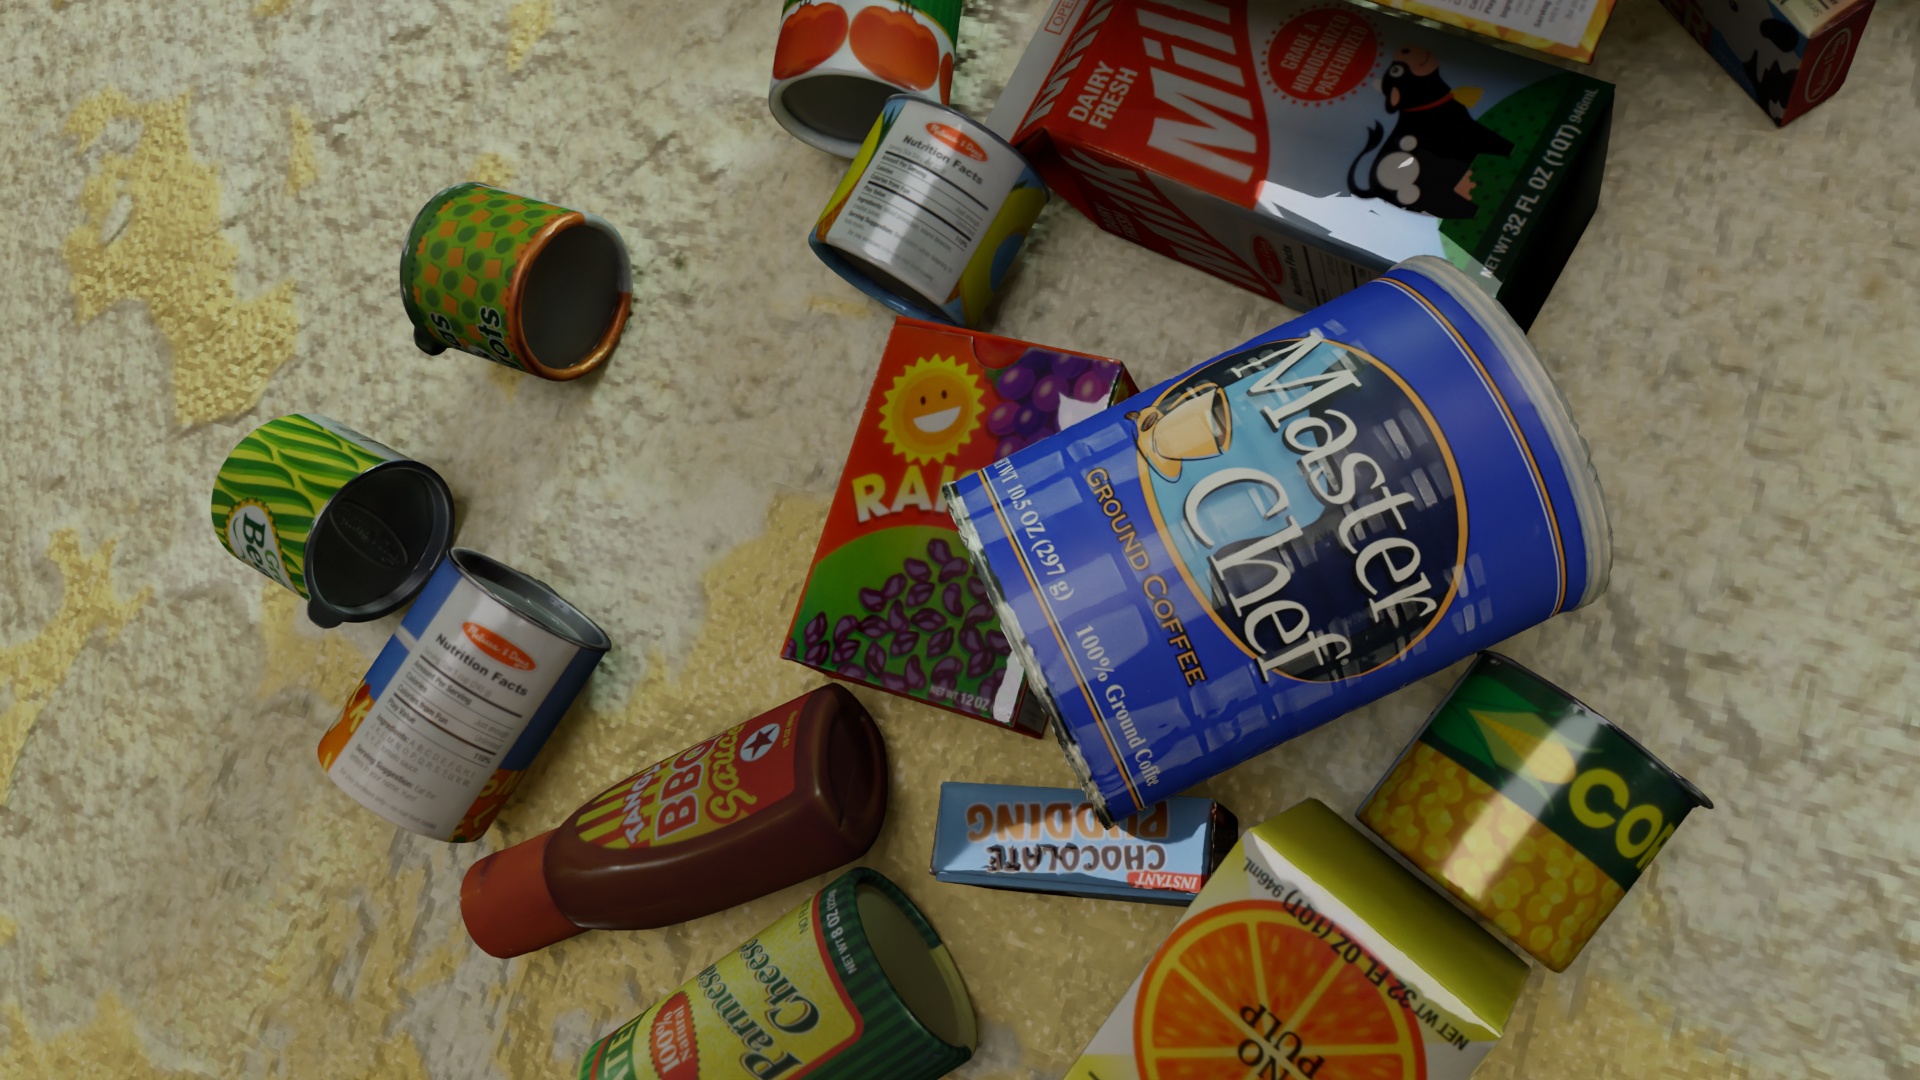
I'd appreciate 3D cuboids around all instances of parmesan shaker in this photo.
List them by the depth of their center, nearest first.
[{"bbox_3d":[-0.056,0.153,0.424,0.103,0.071,0.071,-36,67,7],"label":"parmesan shaker"}]

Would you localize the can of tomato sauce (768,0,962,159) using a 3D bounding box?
[{"bbox_3d":[-0.034,-0.193,0.512,0.071,0.071,0.083,2,76,20],"label":"can of tomato sauce"}]

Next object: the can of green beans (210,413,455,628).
[{"bbox_3d":[-0.241,-0.010,0.535,0.058,0.071,0.071,23,84,24],"label":"can of green beans"}]

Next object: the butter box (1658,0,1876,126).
[{"bbox_3d":[0.231,-0.180,0.424,0.024,0.053,0.104,-33,66,11],"label":"butter box"}]

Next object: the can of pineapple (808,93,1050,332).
[{"bbox_3d":[-0.011,-0.111,0.484,0.071,0.071,0.058,29,87,24],"label":"can of pineapple"}]

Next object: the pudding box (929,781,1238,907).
[{"bbox_3d":[0.038,0.092,0.416,0.083,0.049,0.030,0,74,20],"label":"pudding box"}]

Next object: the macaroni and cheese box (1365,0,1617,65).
[{"bbox_3d":[0.110,-0.188,0.415,0.166,0.124,0.040,22,117,12],"label":"macaroni and cheese box"}]

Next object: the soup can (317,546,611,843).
[{"bbox_3d":[-0.176,0.054,0.496,0.071,0.071,0.084,33,89,24],"label":"soup can"}]

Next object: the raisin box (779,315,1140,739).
[{"bbox_3d":[0.002,-0.006,0.463,0.086,0.040,0.123,14,79,23],"label":"raisin box"}]

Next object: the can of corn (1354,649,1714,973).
[{"bbox_3d":[0.151,0.073,0.371,0.071,0.071,0.058,38,91,24],"label":"can of corn"}]

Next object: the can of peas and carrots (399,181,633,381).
[{"bbox_3d":[-0.171,-0.097,0.535,0.059,0.071,0.071,18,82,22],"label":"can of peas and carrots"}]

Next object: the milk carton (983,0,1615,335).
[{"bbox_3d":[0.097,-0.127,0.444,0.191,0.073,0.072,28,86,24],"label":"milk carton"}]

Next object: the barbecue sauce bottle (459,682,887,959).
[{"bbox_3d":[-0.097,0.099,0.459,0.148,0.043,0.065,-24,28,18],"label":"barbecue sauce bottle"}]

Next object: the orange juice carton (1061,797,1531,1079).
[{"bbox_3d":[0.058,0.166,0.363,0.072,0.073,0.192,38,104,24],"label":"orange juice carton"}]
